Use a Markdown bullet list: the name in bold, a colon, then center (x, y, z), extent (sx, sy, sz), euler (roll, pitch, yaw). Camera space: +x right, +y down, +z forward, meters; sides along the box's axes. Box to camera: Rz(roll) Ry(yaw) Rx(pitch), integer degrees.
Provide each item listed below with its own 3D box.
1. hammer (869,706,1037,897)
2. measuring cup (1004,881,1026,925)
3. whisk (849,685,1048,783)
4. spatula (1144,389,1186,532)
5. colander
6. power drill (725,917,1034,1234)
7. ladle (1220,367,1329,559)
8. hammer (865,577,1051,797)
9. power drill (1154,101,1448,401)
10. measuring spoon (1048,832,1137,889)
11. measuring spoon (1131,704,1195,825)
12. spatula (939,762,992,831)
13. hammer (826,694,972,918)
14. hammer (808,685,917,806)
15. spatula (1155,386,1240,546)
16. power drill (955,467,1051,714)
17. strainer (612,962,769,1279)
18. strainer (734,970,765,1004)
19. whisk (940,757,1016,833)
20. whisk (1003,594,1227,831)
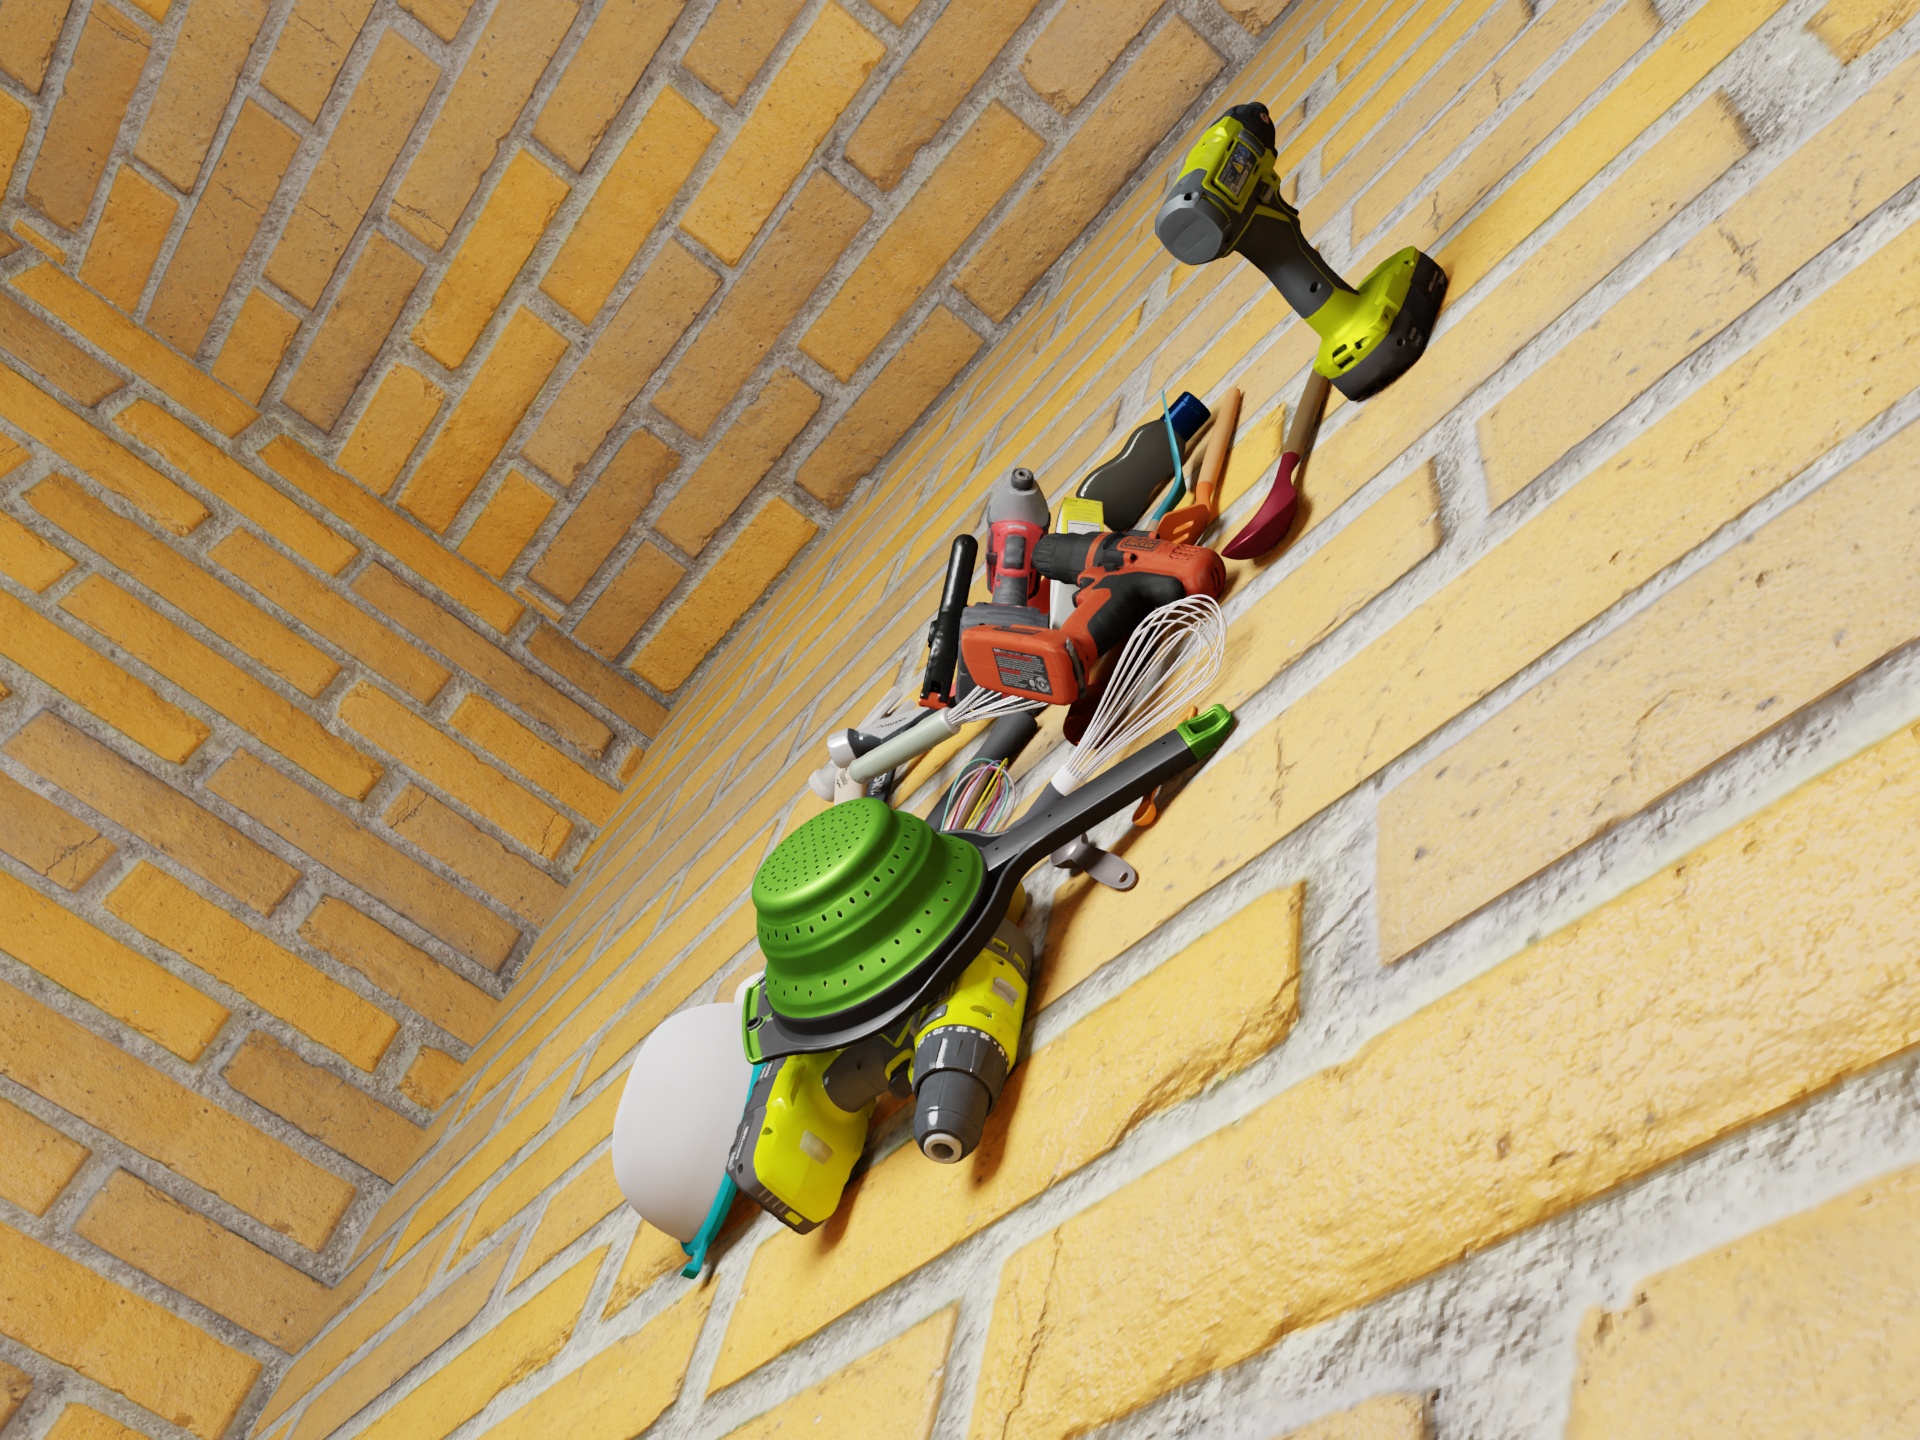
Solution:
- **hammer**: center (-0.043, 0.126, 1.407), extent (0.335, 0.035, 0.146), euler (-52, 14, 2)
- **measuring cup**: center (0.006, 0.123, 1.210), extent (0.062, 0.029, 0.157), euler (-57, 26, 2)
- **whisk**: center (-0.002, -0.004, 1.328), extent (0.246, 0.057, 0.059), euler (-29, 69, 30)
- **spatula**: center (0.156, -0.154, 1.414), extent (0.082, 0.044, 0.318), euler (69, -141, -53)
- **colander**: center (-0.004, 0.075, 1.068), extent (0.397, 0.094, 0.205), euler (-33, 21, 4)
- **power drill**: center (-0.050, 0.246, 1.049), extent (0.228, 0.080, 0.191), euler (-39, 18, 29)
- **ladle**: center (0.270, -0.226, 1.282), extent (0.069, 0.031, 0.316), euler (-34, 21, 45)
- **hammer**: center (0.011, -0.038, 1.625), extent (0.359, 0.036, 0.149), euler (-48, 15, 19)
- **power drill**: center (0.267, -0.371, 1.235), extent (0.080, 0.223, 0.171), euler (-32, 25, 53)
- **measuring spoon**: center (0.095, 0.099, 1.087), extent (0.034, 0.018, 0.124), euler (-54, 21, -5)
- **measuring spoon**: center (0.144, 0.031, 1.101), extent (0.021, 0.011, 0.117), euler (-35, 19, 49)
- **spatula**: center (-0.051, 0.173, 1.332), extent (0.316, 0.018, 0.060), euler (-61, 18, -15)
- **hammer**: center (-0.071, 0.080, 1.365), extent (0.149, 0.036, 0.409), euler (-21, 20, 13)
- **hammer**: center (-0.104, 0.096, 1.524), extent (0.146, 0.038, 0.411), euler (-48, 15, 17)
- **spatula**: center (0.213, -0.223, 1.419), extent (0.323, 0.041, 0.081), euler (-66, -7, -48)
- **power drill**: center (0.047, -0.123, 1.466), extent (0.143, 0.078, 0.220), euler (94, -177, -47)
- **strainer**: center (-0.209, 0.257, 1.288), extent (0.211, 0.095, 0.340), euler (-156, 83, -76)
- **strainer**: center (-0.211, 0.317, 1.468), extent (0.086, 0.050, 0.259), euler (116, 178, -57)
- **whisk**: center (-0.020, 0.133, 1.305), extent (0.245, 0.051, 0.047), euler (-60, 21, -17)
- **whisk**: center (0.099, 0.021, 1.177), extent (0.284, 0.070, 0.070), euler (-52, 13, 22)
